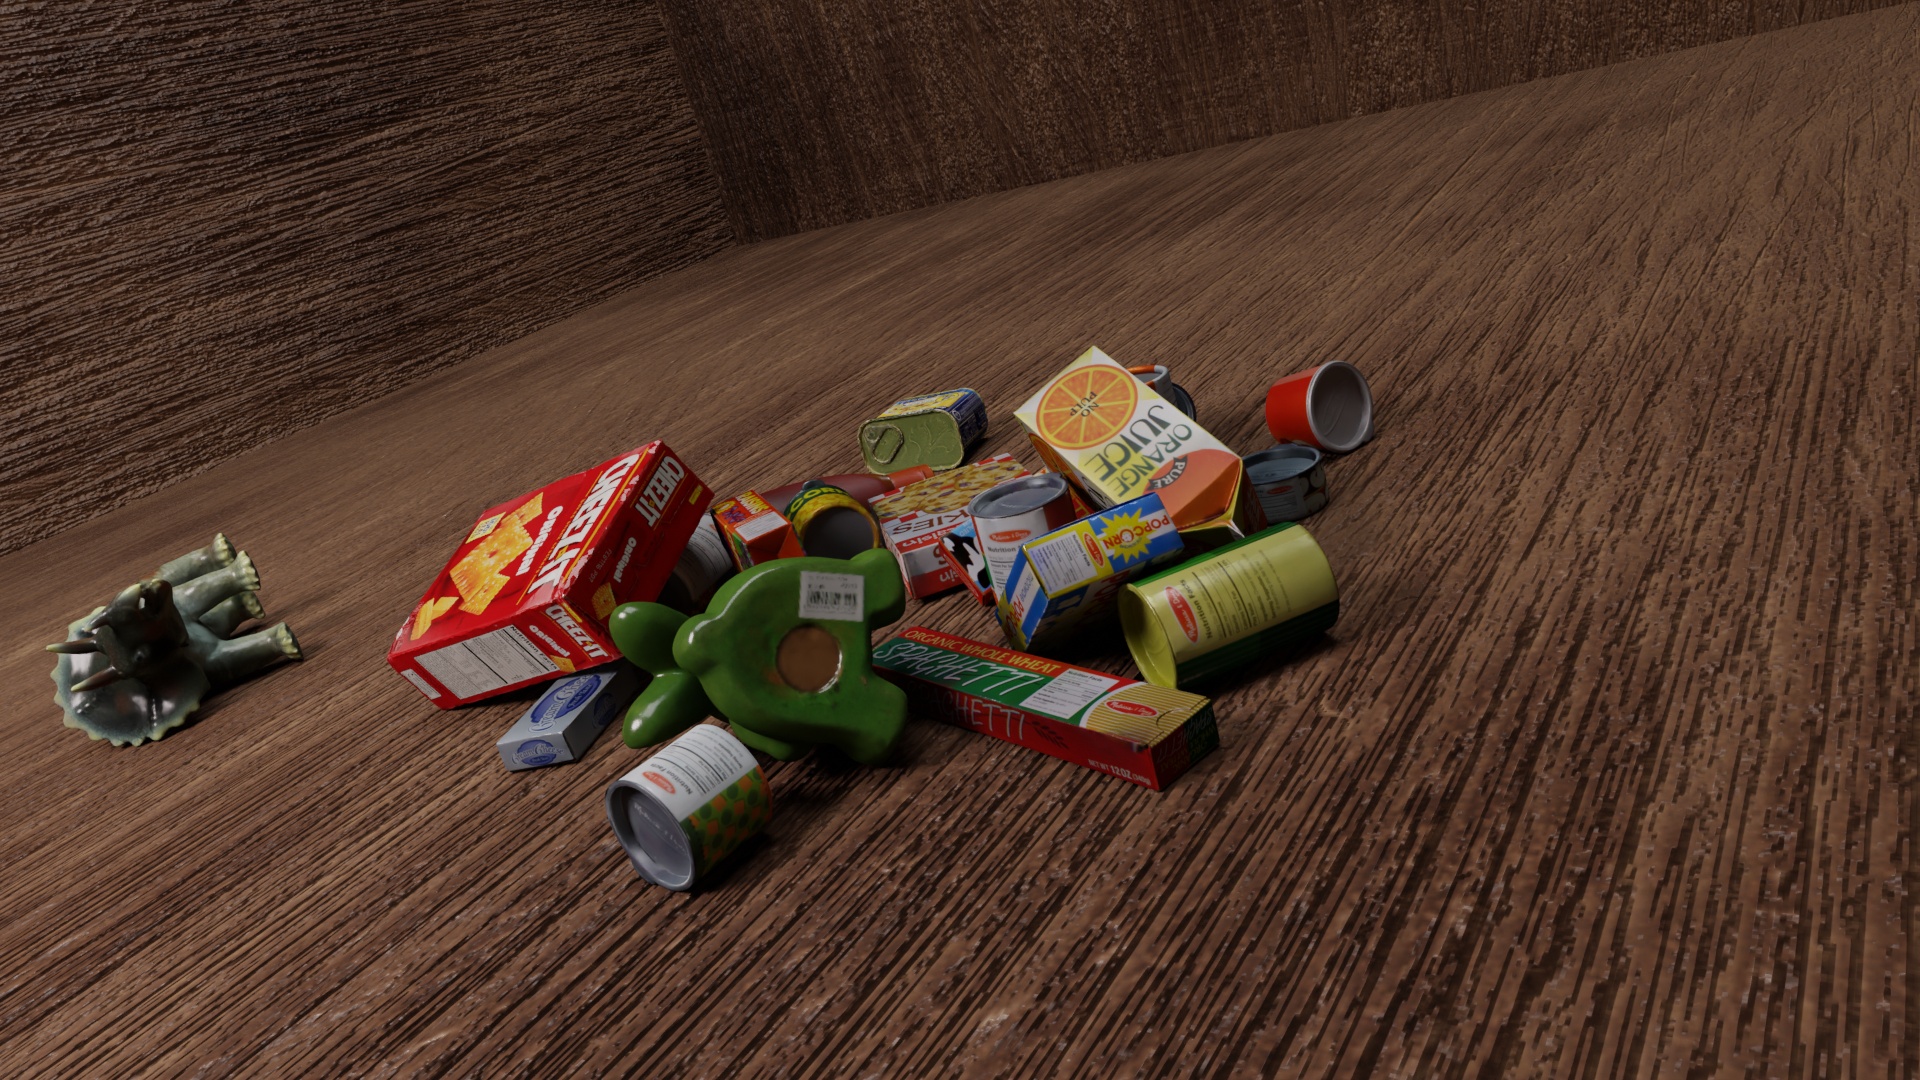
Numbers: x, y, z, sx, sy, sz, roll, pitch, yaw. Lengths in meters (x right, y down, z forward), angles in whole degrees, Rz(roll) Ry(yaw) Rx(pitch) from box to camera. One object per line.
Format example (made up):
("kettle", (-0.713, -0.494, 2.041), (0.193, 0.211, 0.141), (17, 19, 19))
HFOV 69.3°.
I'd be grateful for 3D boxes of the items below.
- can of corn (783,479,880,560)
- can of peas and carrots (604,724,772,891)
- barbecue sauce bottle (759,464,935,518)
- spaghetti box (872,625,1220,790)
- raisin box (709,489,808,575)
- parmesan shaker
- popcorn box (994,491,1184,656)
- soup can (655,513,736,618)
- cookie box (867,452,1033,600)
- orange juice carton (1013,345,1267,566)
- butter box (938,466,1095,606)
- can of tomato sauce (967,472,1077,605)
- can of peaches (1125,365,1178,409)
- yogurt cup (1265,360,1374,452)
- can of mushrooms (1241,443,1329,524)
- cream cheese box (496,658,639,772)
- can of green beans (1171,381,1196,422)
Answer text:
("can of corn", (-0.102, -0.008, 1.079), (0.071, 0.071, 0.058), (-21, 20, -13))
("can of peas and carrots", (-0.141, 0.140, 0.724), (0.071, 0.070, 0.059), (1, 26, 42))
("barbecue sauce bottle", (-0.091, -0.027, 1.148), (0.149, 0.065, 0.043), (-17, -26, -19))
("spaghetti box", (0.033, 0.087, 0.776), (0.050, 0.028, 0.250), (-30, 23, -33))
("raisin box", (-0.140, 0.018, 1.016), (0.040, 0.086, 0.123), (-27, 21, -14))
("parmesan shaker", (0.148, 0.040, 0.764), (0.103, 0.071, 0.071), (-20, 20, -13))
("popcorn box", (0.071, 0.024, 0.805), (0.085, 0.038, 0.126), (-22, -17, -14))
("soup can", (-0.217, 0.027, 1.090), (0.071, 0.071, 0.084), (-8, 22, 24))
("cookie box", (0.004, -0.013, 1.057), (0.123, 0.040, 0.168), (-18, 19, -7))
("orange juice carton", (0.124, -0.037, 0.877), (0.073, 0.071, 0.193), (-41, 49, -4))
("butter box", (0.041, -0.006, 0.958), (0.104, 0.053, 0.024), (-34, -21, -14))
("can of tomato sauce", (0.048, 0.007, 0.898), (0.071, 0.082, 0.071), (-15, 19, 5))
("can of peaches", (0.129, -0.094, 1.045), (0.071, 0.058, 0.071), (-15, 19, 5))
("yogurt cup", (0.267, -0.098, 1.042), (0.073, 0.072, 0.054), (-28, 14, -30))
("can of mushrooms", (0.220, -0.040, 0.962), (0.071, 0.033, 0.071), (-15, 19, 6))
("cream cheese box", (-0.264, 0.117, 0.940), (0.053, 0.024, 0.104), (-12, 20, 17))
("can of green beans", (0.152, -0.103, 1.141), (0.071, 0.071, 0.058), (-20, 19, -8))
